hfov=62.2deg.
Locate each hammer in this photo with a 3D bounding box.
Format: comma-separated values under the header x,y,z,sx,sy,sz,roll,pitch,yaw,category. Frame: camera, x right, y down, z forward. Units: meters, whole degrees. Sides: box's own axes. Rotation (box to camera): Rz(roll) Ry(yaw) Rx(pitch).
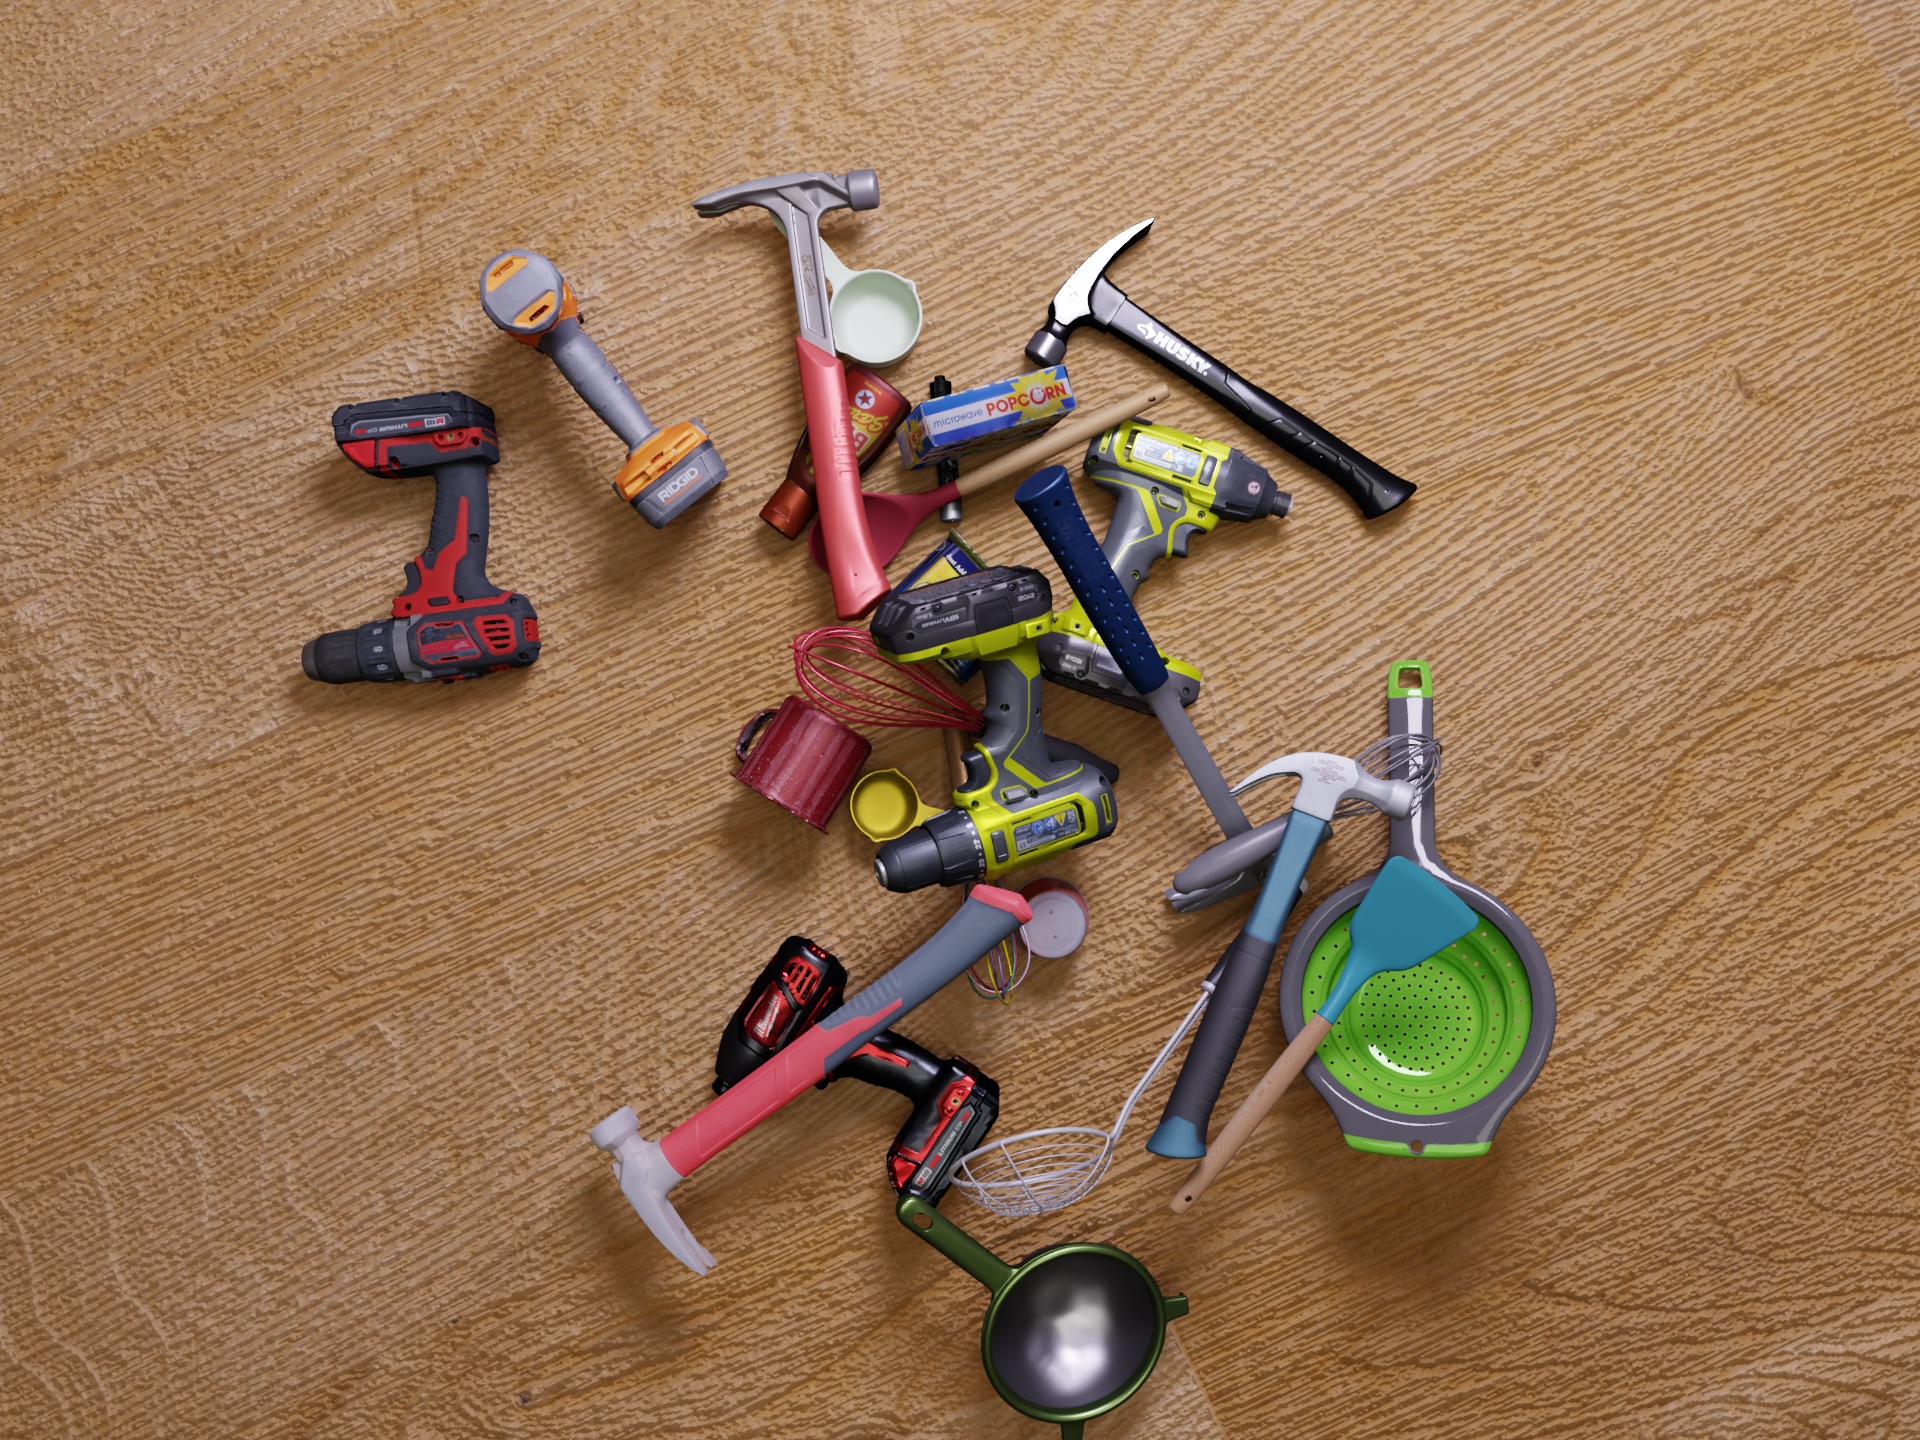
x,y,z,sx,sy,sz,roll,pitch,yaw,category
-0.096,0.265,1.221,0.386,0.038,0.143,-37,87,7,hammer
0.148,-0.016,1.212,0.144,0.035,0.405,-34,119,0,hammer
0.229,-0.274,1.308,0.335,0.035,0.146,33,90,0,hammer
0.222,0.178,1.200,0.128,0.033,0.331,22,86,16,hammer
-0.117,-0.256,1.262,0.149,0.036,0.359,-8,86,4,hammer

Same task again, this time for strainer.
x,y,z,sx,sy,sz,roll,pitch,yaw,category
0.045,0.443,1.261,0.256,0.069,0.151,40,89,-13,strainer

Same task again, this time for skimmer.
x,y,z,sx,sy,sz,roll,pitch,yaw,category
0.138,0.244,1.252,0.090,0.127,0.363,33,71,26,skimmer

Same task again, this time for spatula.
x,y,z,sx,sy,sz,roll,pitch,yaw,category
0.261,0.247,1.201,0.082,0.044,0.317,38,87,-1,spatula

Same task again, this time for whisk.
x,y,z,sx,sy,sz,roll,pitch,yaw,category
0.273,0.075,1.248,0.239,0.055,0.055,-28,89,3,whisk
-0.002,-0.004,1.264,0.295,0.073,0.073,21,89,-18,whisk
0.013,0.108,1.275,0.047,0.051,0.245,6,65,-40,whisk

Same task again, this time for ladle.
x,y,z,sx,sy,sz,roll,pitch,yaw,category
0.021,-0.198,1.277,0.315,0.031,0.069,-23,112,12,ladle

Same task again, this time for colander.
x,y,z,sx,sy,sz,roll,pitch,yaw,category
0.365,0.150,1.280,0.204,0.094,0.397,-1,71,16,colander

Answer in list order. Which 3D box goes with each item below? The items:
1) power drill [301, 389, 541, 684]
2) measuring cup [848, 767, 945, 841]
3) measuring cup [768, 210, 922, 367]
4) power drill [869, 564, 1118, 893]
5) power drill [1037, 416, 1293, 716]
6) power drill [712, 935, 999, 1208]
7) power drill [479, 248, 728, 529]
x,y,z,sx,sy,sz,roll,pitch,yaw,category
-0.447,-0.139,1.283,0.188,0.080,0.226,-8,92,0,power drill
-0.017,0.083,1.309,0.156,0.029,0.062,16,81,-12,measuring cup
-0.099,-0.361,1.307,0.083,0.038,0.167,-42,87,-1,measuring cup
0.008,0.012,1.200,0.190,0.080,0.228,-17,106,-17,power drill
0.160,-0.122,1.286,0.171,0.080,0.223,19,86,0,power drill
-0.087,0.289,1.278,0.219,0.078,0.143,35,89,3,power drill
-0.282,-0.263,1.257,0.084,0.164,0.226,-39,102,-1,power drill
